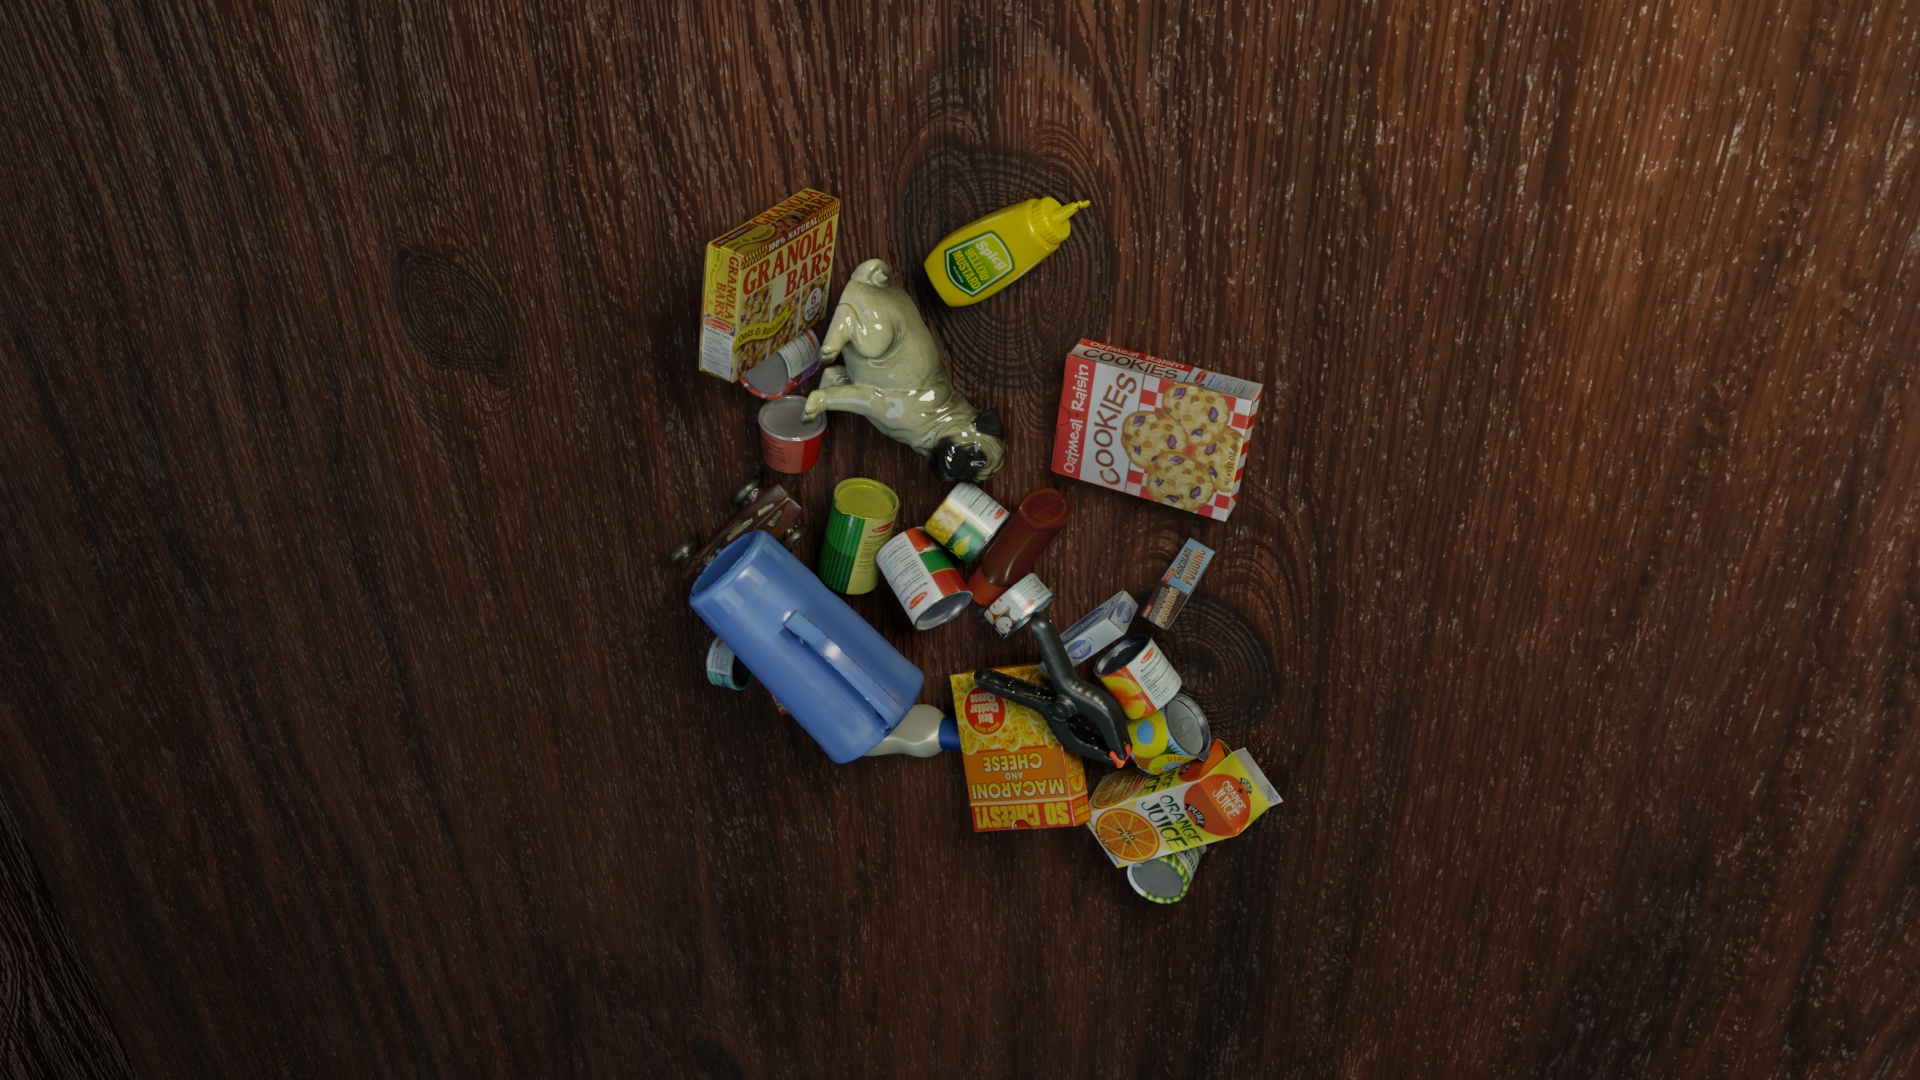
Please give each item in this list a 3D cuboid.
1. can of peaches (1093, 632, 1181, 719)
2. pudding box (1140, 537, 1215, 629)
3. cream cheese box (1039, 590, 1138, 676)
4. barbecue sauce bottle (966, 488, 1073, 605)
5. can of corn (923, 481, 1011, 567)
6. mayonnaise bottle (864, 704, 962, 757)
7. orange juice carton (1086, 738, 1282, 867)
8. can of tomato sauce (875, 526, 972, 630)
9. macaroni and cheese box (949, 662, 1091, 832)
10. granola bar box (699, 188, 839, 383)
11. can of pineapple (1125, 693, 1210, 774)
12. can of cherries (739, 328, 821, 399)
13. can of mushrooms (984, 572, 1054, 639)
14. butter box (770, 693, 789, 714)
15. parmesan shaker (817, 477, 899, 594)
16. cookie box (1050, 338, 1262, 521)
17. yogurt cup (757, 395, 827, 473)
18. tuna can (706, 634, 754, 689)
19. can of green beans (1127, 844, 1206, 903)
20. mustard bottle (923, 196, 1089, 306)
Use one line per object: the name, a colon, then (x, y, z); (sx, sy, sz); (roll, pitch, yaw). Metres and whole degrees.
can of peaches: (0.172, 0.132, 1.355); (0.071, 0.071, 0.058); (-29, 104, 37)
pudding box: (0.200, 0.039, 1.272); (0.030, 0.084, 0.049); (31, 129, 10)
cream cheese box: (0.126, 0.093, 1.361); (0.024, 0.054, 0.103); (45, 128, -7)
barbecue sauce bottle: (0.052, 0.011, 1.346); (0.044, 0.065, 0.147); (50, 139, 13)
can of corn: (0.005, -0.017, 1.348); (0.058, 0.071, 0.070); (39, 129, 2)
mayonnaise bottle: (-0.051, 0.208, 1.519); (0.148, 0.065, 0.041); (2, 141, 22)
orange juice carton: (0.225, 0.261, 1.400); (0.192, 0.073, 0.071); (-26, 104, 36)
can of tomato sauce: (-0.036, 0.038, 1.386); (0.083, 0.071, 0.071); (58, 132, 21)
macaroni and cheese box: (0.060, 0.213, 1.432); (0.123, 0.040, 0.166); (-11, 86, 32)
granola bar box: (-0.171, -0.231, 1.244); (0.039, 0.166, 0.123); (23, 127, 15)
can of pineapple: (0.204, 0.194, 1.373); (0.057, 0.071, 0.071); (-34, 100, 38)
can of cherries: (-0.179, -0.176, 1.350); (0.071, 0.059, 0.071); (12, 123, 20)
can of mushrooms: (0.057, 0.065, 1.370); (0.033, 0.071, 0.070); (49, 129, 8)
butter box: (-0.201, 0.138, 1.557); (0.024, 0.053, 0.103); (-9, 114, 29)
parmesan shaker: (-0.108, -0.003, 1.411); (0.071, 0.072, 0.102); (26, 128, 11)
cookie box: (0.170, -0.098, 1.230); (0.167, 0.040, 0.122); (17, 125, 17)
yogurt cup: (-0.168, -0.104, 1.387); (0.072, 0.073, 0.053); (23, 135, 13)
tuna can: (-0.256, 0.136, 1.577); (0.033, 0.071, 0.070); (11, 123, 20)
can of green beans: (0.215, 0.338, 1.462); (0.071, 0.058, 0.071); (13, 124, 20)
mustard bottle: (0.043, -0.257, 1.193); (0.160, 0.049, 0.065); (-23, 108, 36)
